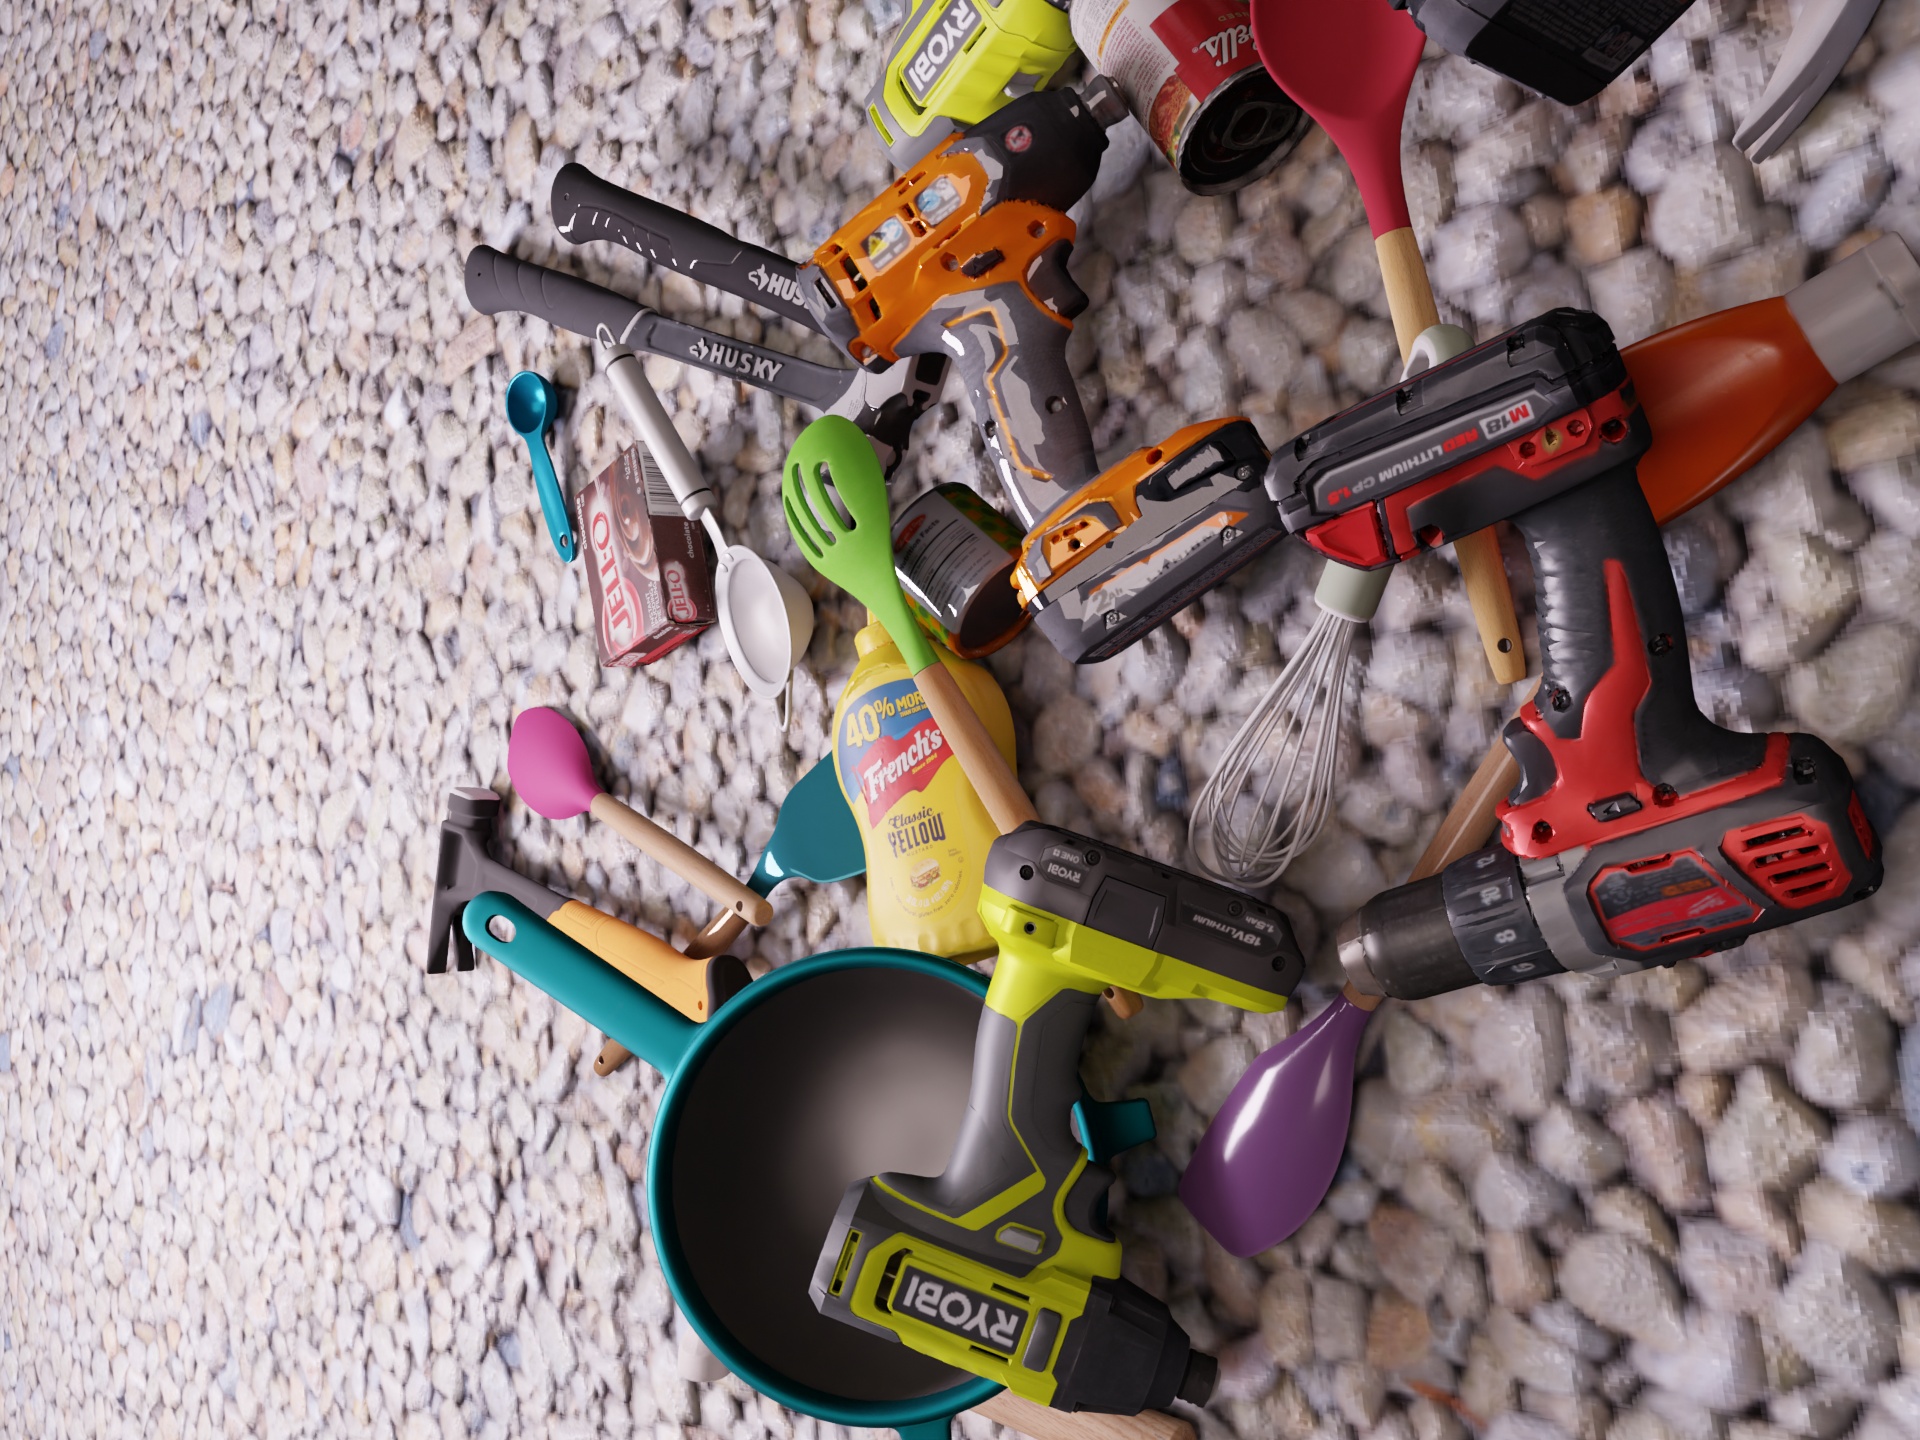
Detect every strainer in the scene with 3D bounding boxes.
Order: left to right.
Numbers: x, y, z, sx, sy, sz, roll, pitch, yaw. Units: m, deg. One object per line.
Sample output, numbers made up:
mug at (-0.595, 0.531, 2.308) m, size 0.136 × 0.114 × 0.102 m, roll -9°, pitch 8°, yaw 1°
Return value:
strainer at (-0.138, -0.114, 0.879) m, size 0.258 × 0.050 × 0.087 m, roll 60°, pitch 147°, yaw 8°
strainer at (-0.088, 0.180, 0.768) m, size 0.340 × 0.095 × 0.211 m, roll 31°, pitch 88°, yaw 11°

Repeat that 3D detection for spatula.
spatula at (-0.126, 0.121, 0.903) m, size 0.317 × 0.044 × 0.082 m, roll -47°, pitch 61°, yaw 34°
spatula at (0.177, 0.096, 0.650) m, size 0.060 × 0.018 × 0.315 m, roll 41°, pitch 115°, yaw 37°

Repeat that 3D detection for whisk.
whisk at (0.150, -0.038, 0.638) m, size 0.058 × 0.059 × 0.246 m, roll -120°, pitch 43°, yaw -59°

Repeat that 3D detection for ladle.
ladle at (0.179, -0.168, 0.628) m, size 0.069 × 0.031 × 0.315 m, roll -14°, pitch 88°, yaw 15°

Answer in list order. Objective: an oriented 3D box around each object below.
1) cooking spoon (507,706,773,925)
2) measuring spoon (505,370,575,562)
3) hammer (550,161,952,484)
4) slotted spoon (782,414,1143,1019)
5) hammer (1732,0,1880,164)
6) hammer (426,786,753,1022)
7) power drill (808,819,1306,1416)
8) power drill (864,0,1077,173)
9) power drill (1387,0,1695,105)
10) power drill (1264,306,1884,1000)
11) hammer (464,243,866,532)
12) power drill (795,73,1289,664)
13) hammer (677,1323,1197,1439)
cooking spoon at (-0.202, 0.058, 0.947) m, size 0.319 × 0.017 × 0.068 m, roll 24°, pitch 104°, yaw 47°
measuring spoon at (-0.264, -0.164, 1.033) m, size 0.042 × 0.021 × 0.128 m, roll -17°, pitch 87°, yaw 38°
hammer at (-0.122, -0.252, 0.859) m, size 0.335 × 0.035 × 0.146 m, roll 33°, pitch 108°, yaw 37°
slotted spoon at (-0.001, -0.002, 0.731) m, size 0.070 × 0.031 × 0.314 m, roll -37°, pitch 81°, yaw 44°
hammer at (0.181, -0.342, 0.648) m, size 0.387 × 0.038 × 0.143 m, roll 32°, pitch 111°, yaw 36°
hammer at (-0.231, 0.133, 0.957) m, size 0.337 × 0.034 × 0.127 m, roll 14°, pitch 97°, yaw 46°
power drill at (0.053, 0.168, 0.665) m, size 0.171 × 0.080 × 0.223 m, roll 20°, pitch 90°, yaw 5°
power drill at (-0.008, -0.405, 0.758) m, size 0.190 × 0.080 × 0.229 m, roll -40°, pitch 73°, yaw 43°
power drill at (0.141, -0.326, 0.539) m, size 0.084 × 0.185 × 0.226 m, roll -44°, pitch 67°, yaw 36°
power drill at (0.190, -0.009, 0.566) m, size 0.188 × 0.080 × 0.226 m, roll -24°, pitch 96°, yaw 31°
hammer at (-0.180, -0.235, 0.949) m, size 0.409 × 0.036 × 0.149 m, roll 26°, pitch 104°, yaw 38°
power drill at (0.048, -0.156, 0.688) m, size 0.164 × 0.084 × 0.226 m, roll -36°, pitch 81°, yaw 18°
hammer at (-0.027, 0.315, 0.807) m, size 0.331 × 0.031 × 0.130 m, roll 5°, pitch 92°, yaw 40°
